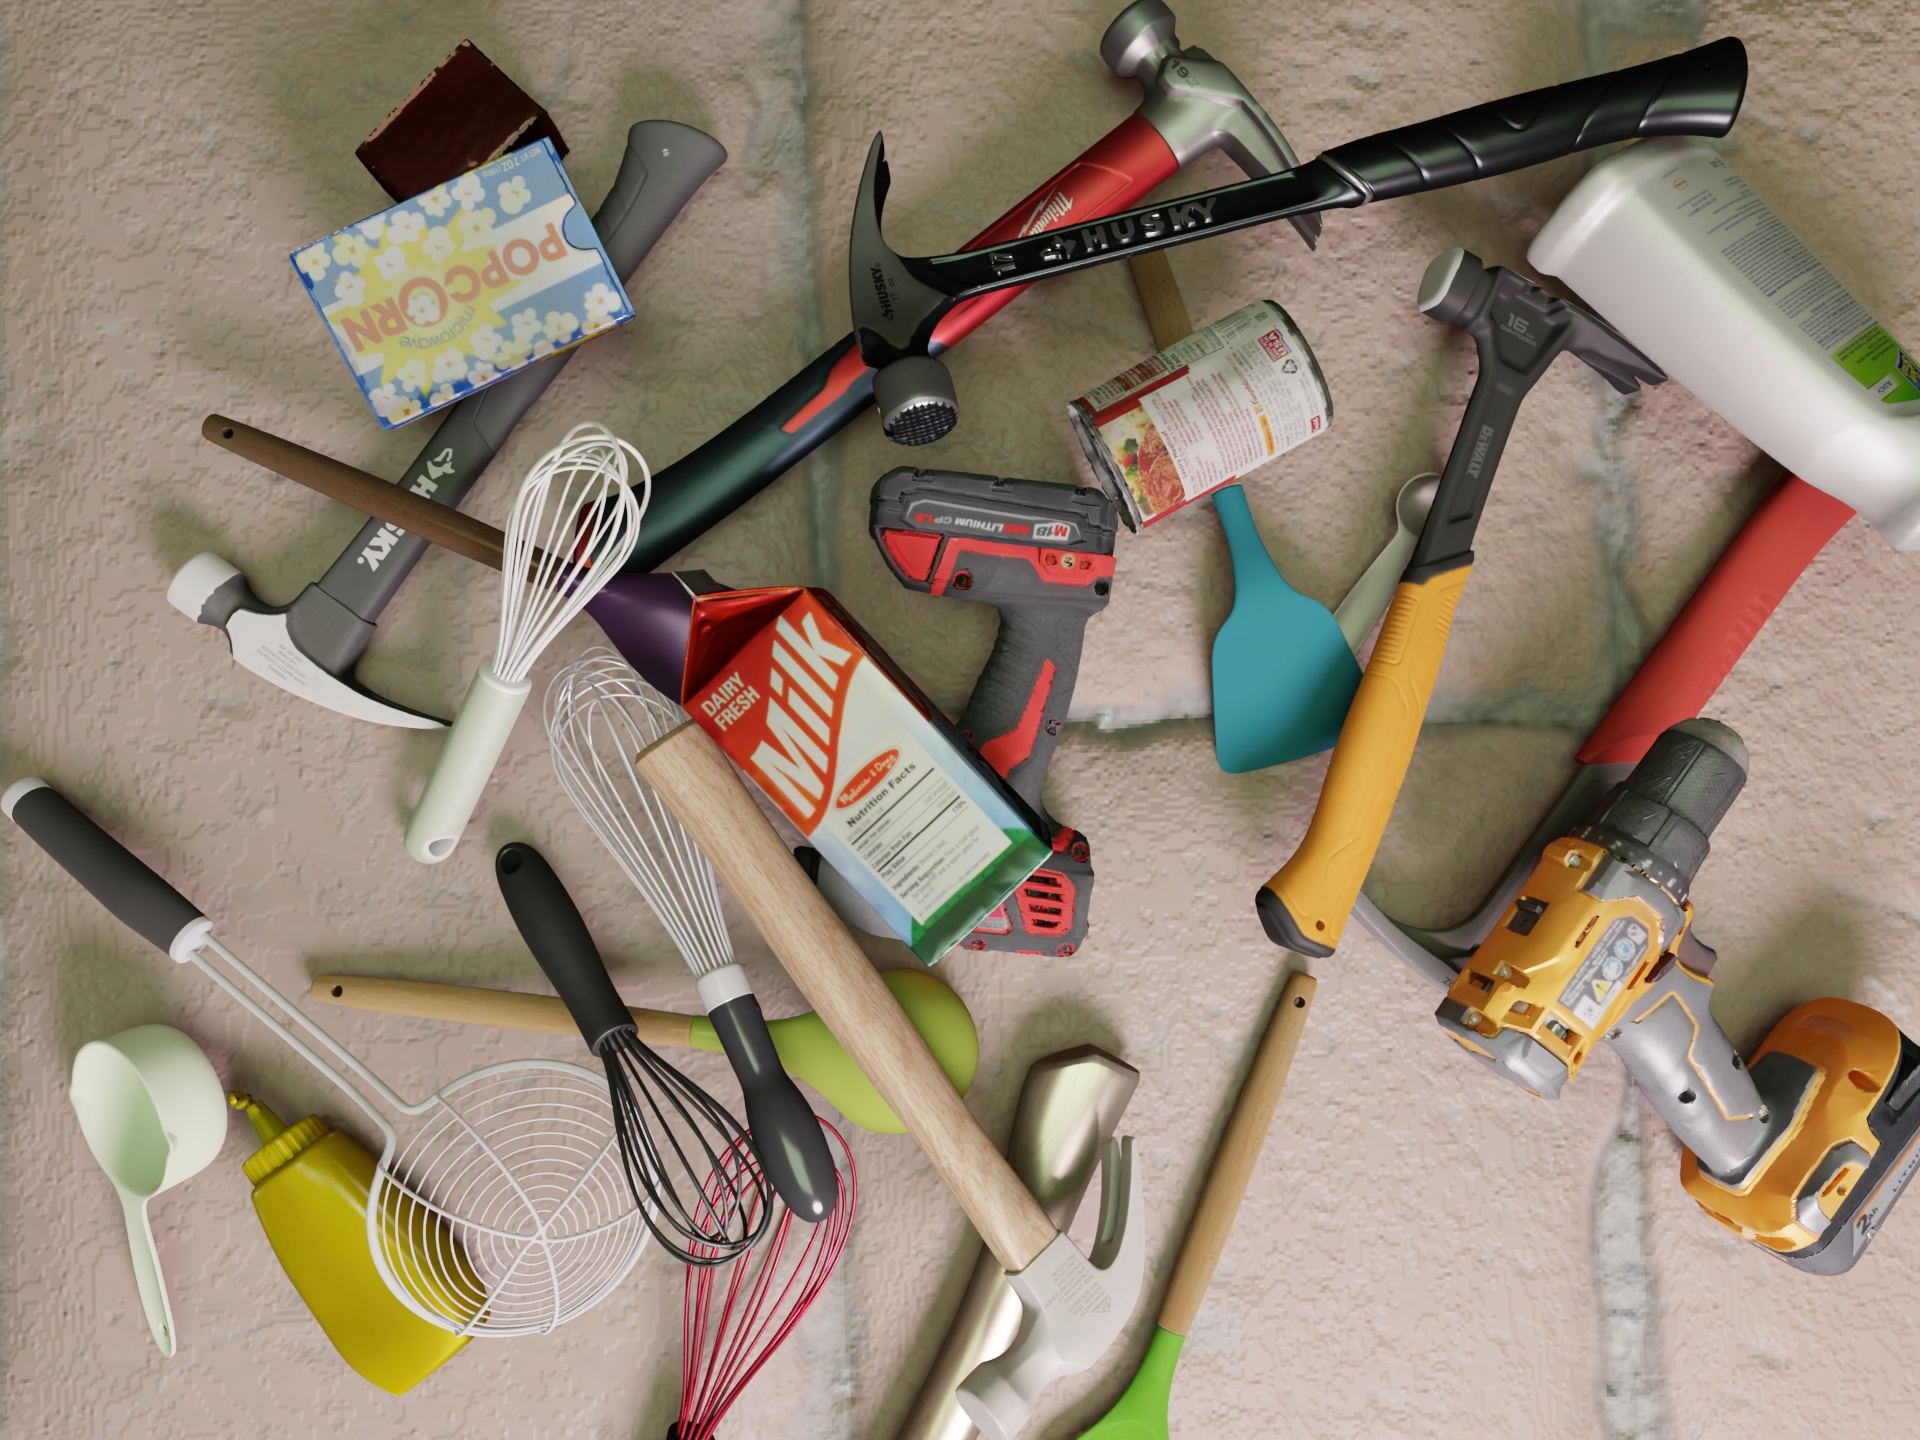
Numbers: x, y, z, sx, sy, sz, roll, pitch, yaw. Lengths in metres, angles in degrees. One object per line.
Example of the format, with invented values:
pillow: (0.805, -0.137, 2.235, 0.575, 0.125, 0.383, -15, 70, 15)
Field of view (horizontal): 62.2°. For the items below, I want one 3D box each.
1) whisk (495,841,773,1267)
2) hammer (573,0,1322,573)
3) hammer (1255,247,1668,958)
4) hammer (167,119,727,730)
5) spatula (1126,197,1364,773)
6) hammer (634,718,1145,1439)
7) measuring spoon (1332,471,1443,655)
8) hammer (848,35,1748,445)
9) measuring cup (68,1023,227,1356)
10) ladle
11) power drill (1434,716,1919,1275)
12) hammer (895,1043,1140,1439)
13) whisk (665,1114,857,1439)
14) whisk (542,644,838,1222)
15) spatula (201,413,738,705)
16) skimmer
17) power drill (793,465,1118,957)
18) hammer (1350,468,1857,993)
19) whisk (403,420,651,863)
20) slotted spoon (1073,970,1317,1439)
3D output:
whisk: (-0.153, 0.139, 0.710, 0.055, 0.055, 0.239, -38, 59, -2)
hammer: (-0.016, -0.172, 0.756, 0.386, 0.038, 0.143, -38, 82, 1)
hammer: (0.223, -0.046, 0.751, 0.127, 0.034, 0.337, 23, 84, -13)
hammer: (-0.221, -0.147, 0.764, 0.146, 0.035, 0.335, 36, 88, 0)
spatula: (0.120, -0.134, 0.779, 0.082, 0.044, 0.317, -18, 84, 7)
hammer: (-0.032, 0.140, 0.700, 0.130, 0.031, 0.331, -36, 93, -29)
measuring spoon: (0.206, -0.067, 0.788, 0.034, 0.018, 0.124, 34, 95, 0)
hammer: (0.147, -0.237, 0.703, 0.409, 0.036, 0.149, -15, 68, 0)
measuring cup: (-0.373, 0.221, 0.750, 0.083, 0.038, 0.167, 10, 110, 32)
ladle: (-0.151, 0.145, 0.762, 0.320, 0.062, 0.078, 5, 84, 5)
power drill: (0.349, 0.125, 0.730, 0.226, 0.084, 0.185, 37, 86, -14)
hammer: (-0.007, 0.352, 0.759, 0.146, 0.038, 0.410, 26, 88, -2)
whisk: (-0.120, 0.319, 0.748, 0.073, 0.073, 0.296, 21, 95, -1)
whisk: (-0.119, 0.092, 0.721, 0.070, 0.070, 0.285, -26, 75, -2)
spatula: (-0.205, -0.073, 0.728, 0.316, 0.018, 0.060, 24, 89, 4)
skimmer: (-0.301, 0.143, 0.740, 0.363, 0.090, 0.127, 34, 80, 15)
power drill: (-0.001, -0.002, 0.749, 0.143, 0.078, 0.219, 6, 91, -1)
hammer: (0.336, -0.016, 0.778, 0.149, 0.037, 0.359, 36, 88, -1)
whisk: (-0.201, -0.026, 0.711, 0.059, 0.057, 0.246, 51, 123, 31)
slotted spoon: (0.113, 0.270, 0.769, 0.070, 0.031, 0.314, 21, 86, -1)
